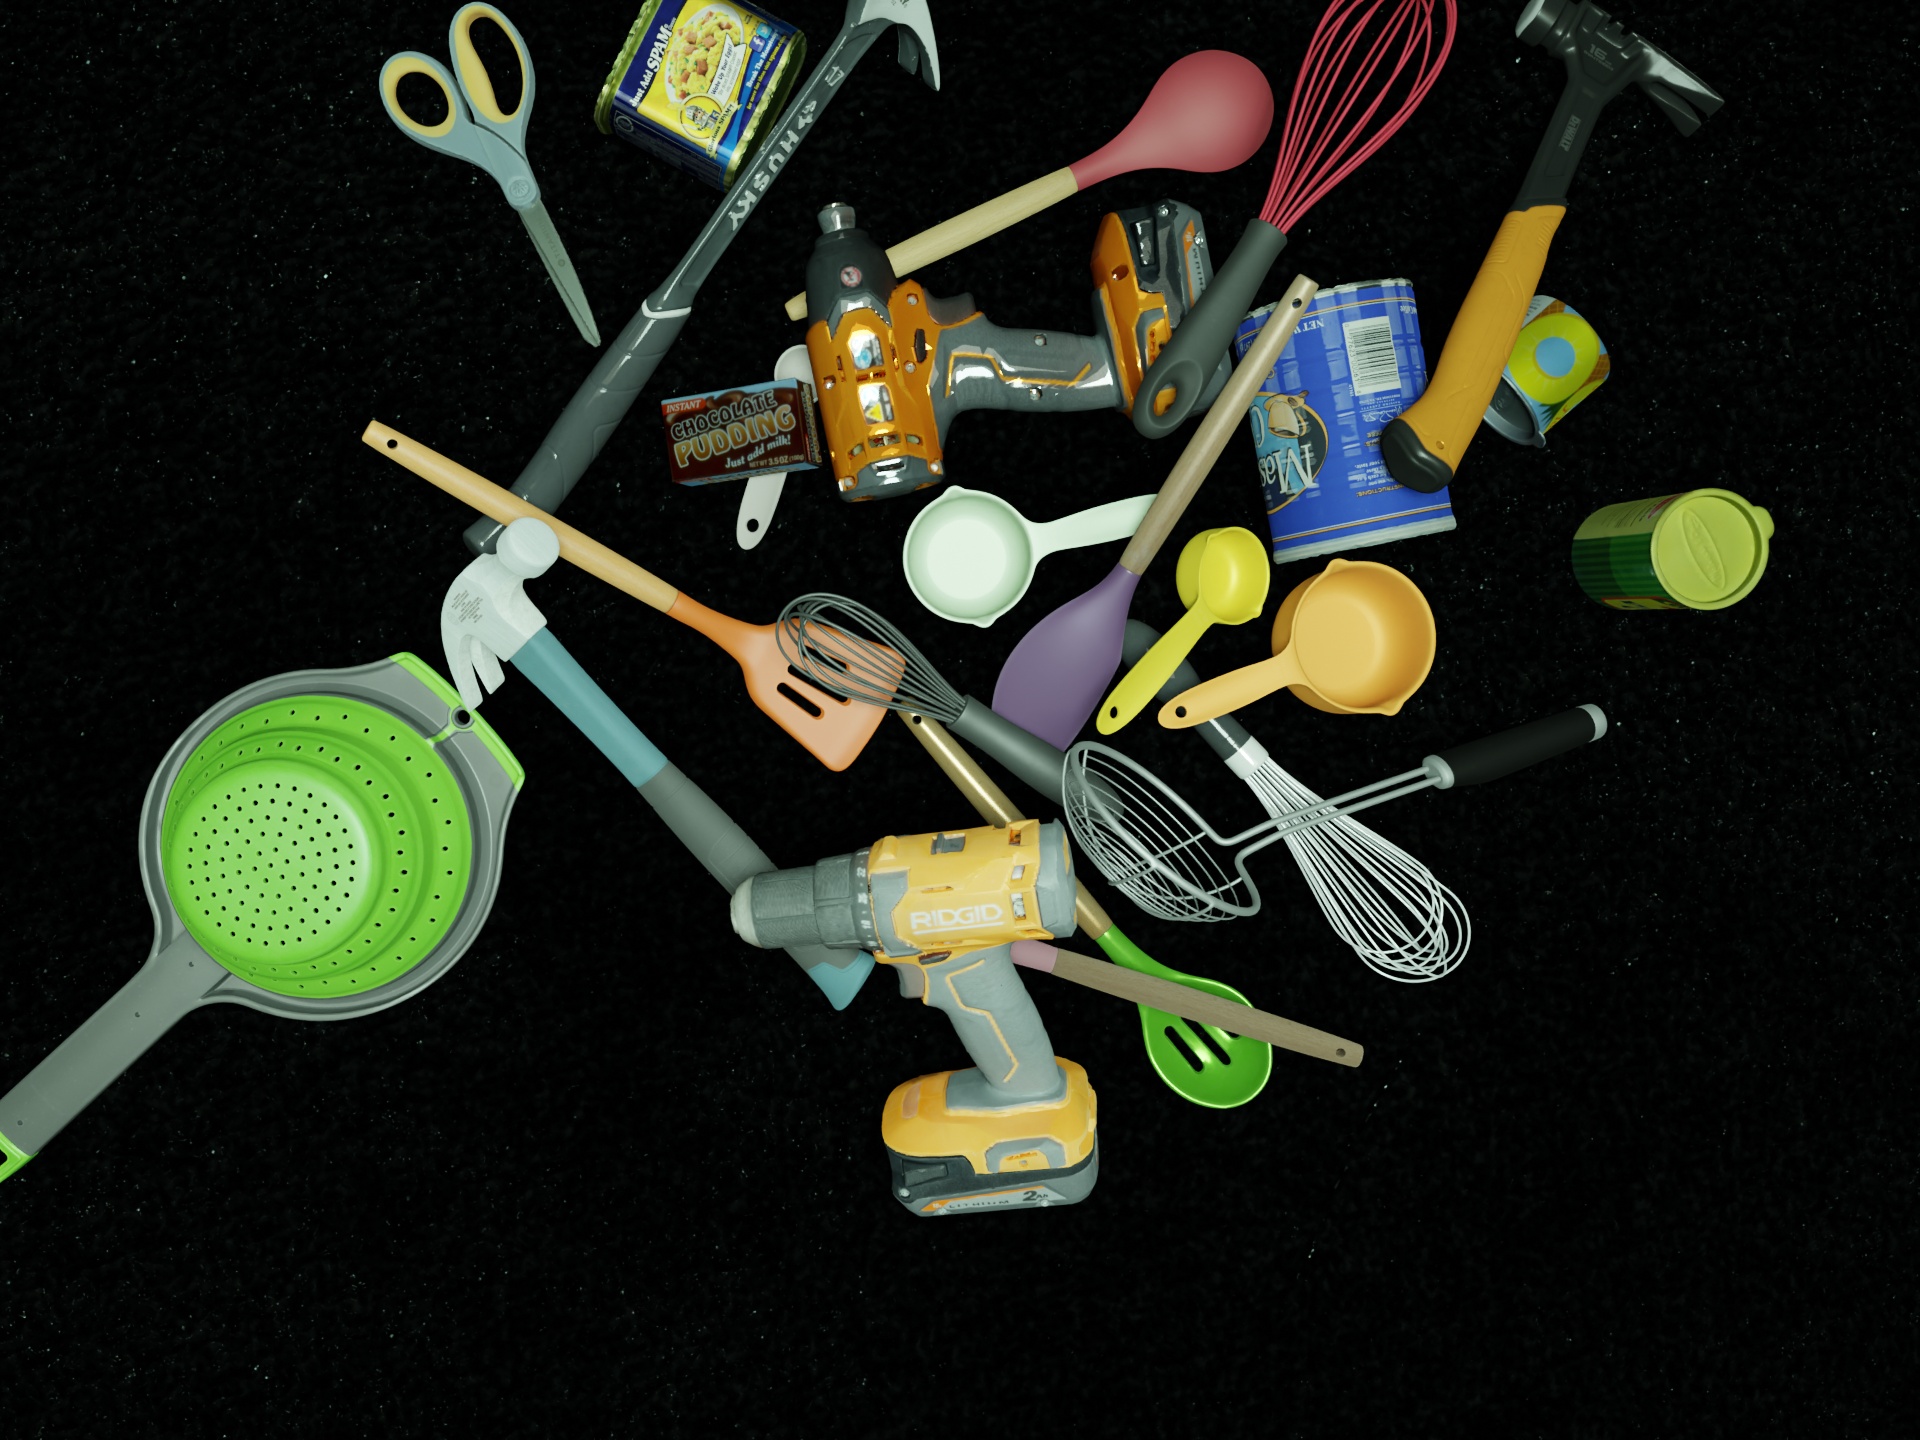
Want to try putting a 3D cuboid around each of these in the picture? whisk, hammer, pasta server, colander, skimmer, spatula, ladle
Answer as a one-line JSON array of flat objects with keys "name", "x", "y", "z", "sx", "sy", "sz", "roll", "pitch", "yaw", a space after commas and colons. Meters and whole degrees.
[{"name": "whisk", "x": 0.174, "y": -0.279, "z": 0.853, "sx": 0.073, "sy": 0.073, "sz": 0.296, "roll": 31, "pitch": 89, "yaw": -4}, {"name": "hammer", "x": -0.150, "y": -0.246, "z": 0.885, "sx": 0.036, "sy": 0.149, "sz": 0.409, "roll": 41, "pitch": 100, "yaw": 16}, {"name": "pasta server", "x": 0.081, "y": 0.146, "z": 0.929, "sx": 0.316, "sy": 0.040, "sz": 0.060, "roll": 17, "pitch": 100, "yaw": 1}, {"name": "whisk", "x": -0.002, "y": -0.002, "z": 0.919, "sx": 0.238, "sy": 0.055, "sz": 0.055, "roll": 32, "pitch": 91, "yaw": -16}, {"name": "colander", "x": -0.427, "y": 0.130, "z": 0.887, "sx": 0.397, "sy": 0.094, "sz": 0.204, "roll": -43, "pitch": 94, "yaw": -1}, {"name": "skimmer", "x": 0.223, "y": 0.025, "z": 0.879, "sx": 0.363, "sy": 0.127, "sz": 0.090, "roll": -16, "pitch": 136, "yaw": -21}, {"name": "hammer", "x": 0.319, "y": -0.261, "z": 0.885, "sx": 0.127, "sy": 0.034, "sz": 0.337, "roll": 31, "pitch": 70, "yaw": -5}, {"name": "hammer", "x": -0.165, "y": 0.040, "z": 0.904, "sx": 0.331, "sy": 0.033, "sz": 0.128, "roll": 48, "pitch": 132, "yaw": -12}, {"name": "spatula", "x": -0.181, "y": -0.078, "z": 0.892, "sx": 0.322, "sy": 0.041, "sz": 0.081, "roll": 30, "pitch": 91, "yaw": -24}, {"name": "spatula", "x": 0.107, "y": -0.109, "z": 0.898, "sx": 0.059, "sy": 0.018, "sz": 0.316, "roll": 29, "pitch": 111, "yaw": -6}, {"name": "ladle", "x": 0.041, "y": -0.306, "z": 0.928, "sx": 0.315, "sy": 0.031, "sz": 0.069, "roll": -26, "pitch": 96, "yaw": 0}, {"name": "whisk", "x": 0.192, "y": 0.045, "z": 0.940, "sx": 0.070, "sy": 0.070, "sz": 0.284, "roll": -43, "pitch": 90, "yaw": 0}]

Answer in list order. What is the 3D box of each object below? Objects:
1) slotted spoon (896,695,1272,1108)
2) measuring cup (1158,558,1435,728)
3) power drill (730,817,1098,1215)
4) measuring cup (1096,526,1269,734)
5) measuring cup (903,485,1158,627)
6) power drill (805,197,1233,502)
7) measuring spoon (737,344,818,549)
[{"name": "slotted spoon", "x": 0.070, "y": 0.105, "z": 0.949, "sx": 0.070, "sy": 0.031, "sz": 0.314, "roll": -42, "pitch": 92, "yaw": 3}, {"name": "measuring cup", "x": 0.188, "y": -0.031, "z": 0.928, "sx": 0.173, "sy": 0.052, "sz": 0.095, "roll": -22, "pitch": 91, "yaw": -7}, {"name": "power drill", "x": -0.018, "y": 0.164, "z": 0.883, "sx": 0.185, "sy": 0.084, "sz": 0.226, "roll": -7, "pitch": 115, "yaw": 7}, {"name": "measuring cup", "x": 0.121, "y": -0.050, "z": 0.918, "sx": 0.156, "sy": 0.029, "sz": 0.062, "roll": -48, "pitch": 118, "yaw": -19}, {"name": "measuring cup", "x": 0.048, "y": -0.106, "z": 0.932, "sx": 0.167, "sy": 0.038, "sz": 0.083, "roll": -14, "pitch": 94, "yaw": -4}, {"name": "power drill", "x": 0.025, "y": -0.224, "z": 0.897, "sx": 0.226, "sy": 0.084, "sz": 0.164, "roll": -13, "pitch": 95, "yaw": -4}, {"name": "measuring spoon", "x": -0.105, "y": -0.159, "z": 0.934, "sx": 0.034, "sy": 0.018, "sz": 0.124, "roll": 22, "pitch": 98, "yaw": 9}]
